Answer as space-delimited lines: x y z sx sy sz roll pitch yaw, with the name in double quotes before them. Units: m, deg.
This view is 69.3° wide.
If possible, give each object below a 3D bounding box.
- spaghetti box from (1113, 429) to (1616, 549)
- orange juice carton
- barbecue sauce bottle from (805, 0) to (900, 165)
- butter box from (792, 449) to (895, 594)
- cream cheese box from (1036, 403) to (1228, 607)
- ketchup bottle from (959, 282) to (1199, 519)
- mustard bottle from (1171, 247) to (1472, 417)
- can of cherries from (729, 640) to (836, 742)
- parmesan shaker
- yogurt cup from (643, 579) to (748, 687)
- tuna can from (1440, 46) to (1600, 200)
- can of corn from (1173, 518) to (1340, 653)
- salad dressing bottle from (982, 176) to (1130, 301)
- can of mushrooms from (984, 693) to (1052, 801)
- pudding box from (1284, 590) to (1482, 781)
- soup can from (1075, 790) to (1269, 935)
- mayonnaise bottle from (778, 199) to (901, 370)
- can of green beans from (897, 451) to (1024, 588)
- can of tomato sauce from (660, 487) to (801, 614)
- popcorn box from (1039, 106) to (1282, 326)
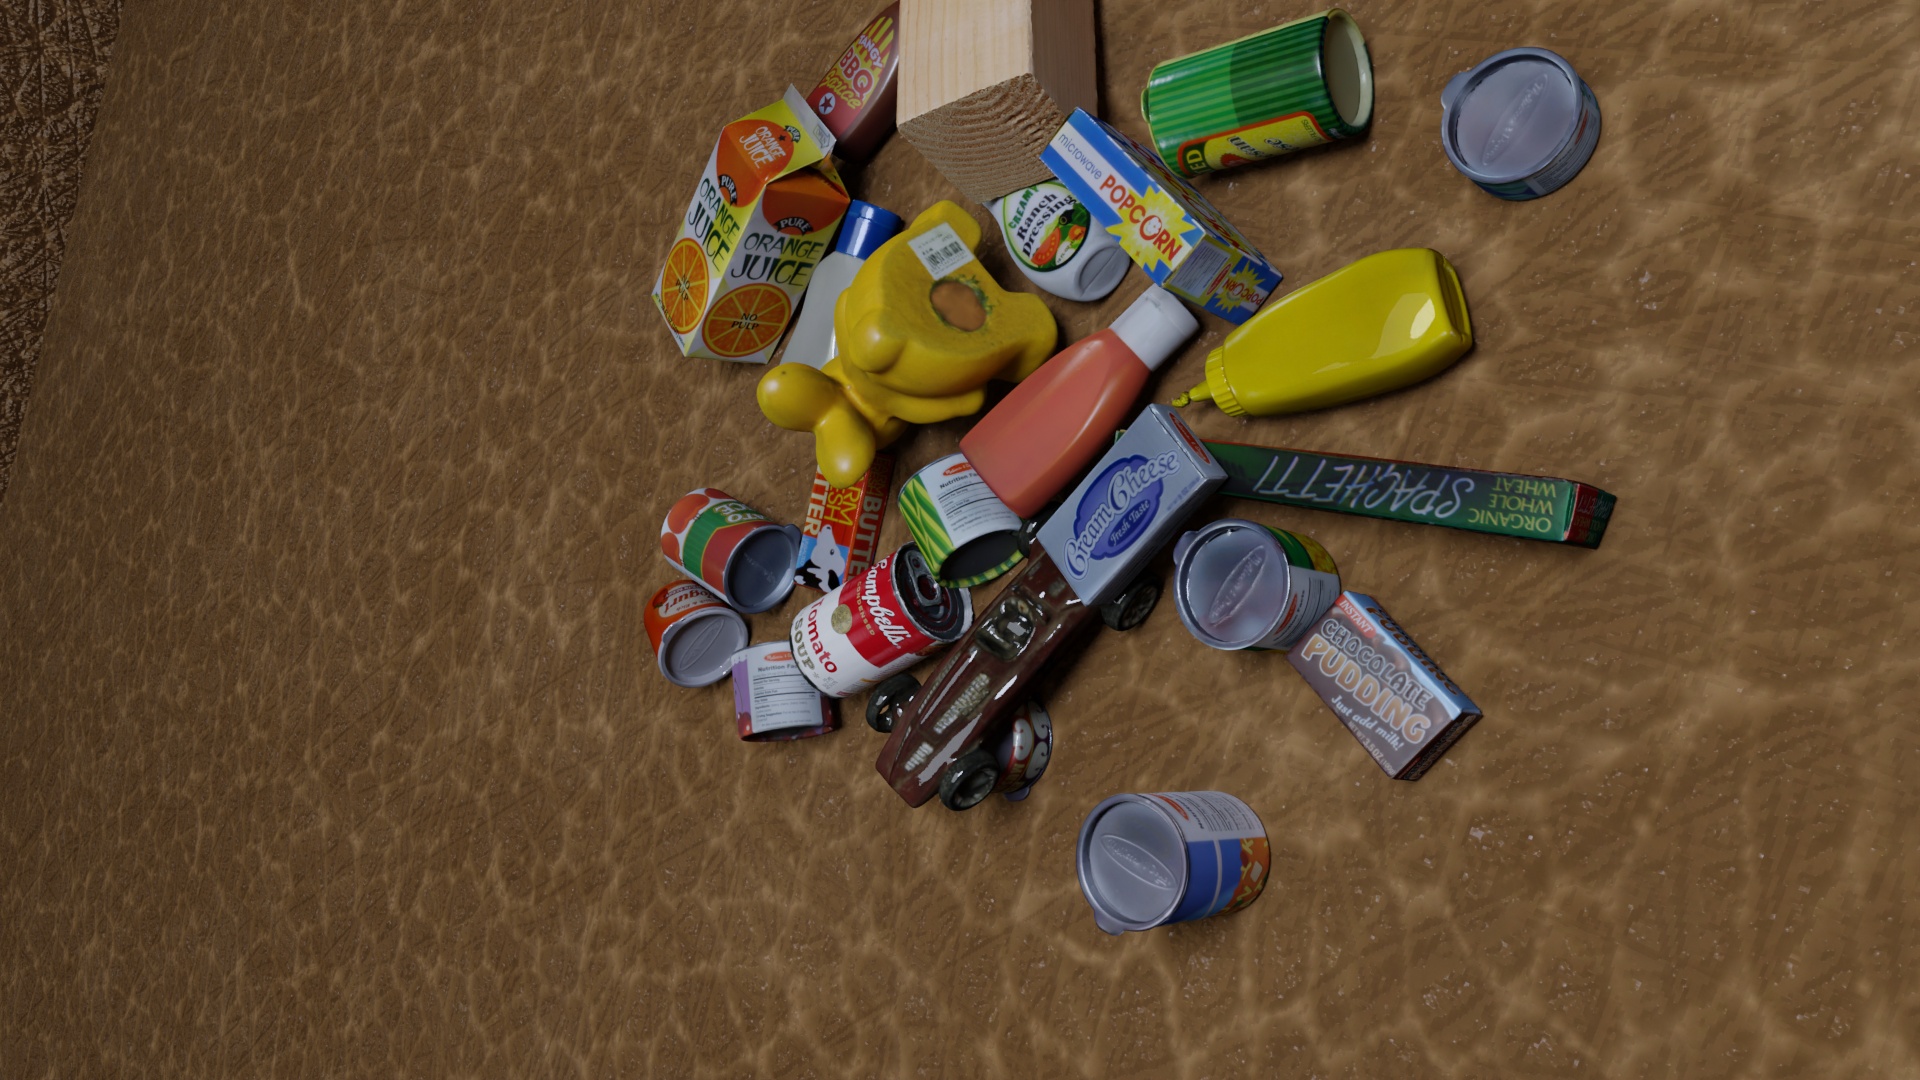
"spaghetti box" 0.190 -0.028 0.698 0.250 0.050 0.028 11 92 41
"orange juice carton" -0.143 -0.221 0.980 0.191 0.073 0.072 -56 52 33
"barbecue sauce bottle" -0.047 -0.334 0.958 0.148 0.044 0.065 -45 57 26
"butter box" -0.080 -0.014 0.945 0.053 0.024 0.103 14 92 42
"cream cheese box" 0.089 -0.017 0.735 0.103 0.024 0.053 -50 58 29
"ketchup bottle" 0.070 -0.083 0.793 0.148 0.043 0.065 -44 53 9
"mustard bottle" 0.179 -0.098 0.720 0.160 0.049 0.065 -18 71 38
"can of cherries" -0.119 0.102 0.935 0.071 0.071 0.058 -20 71 37
"parmesan shaker" 0.159 -0.238 0.745 0.103 0.071 0.071 -4 81 40
"yogurt cup" -0.195 0.065 1.007 0.054 0.072 0.072 44 112 45
"tuna can" 0.268 -0.201 0.670 0.071 0.033 0.071 -8 78 40
"can of corn" 0.152 0.023 0.716 0.071 0.058 0.071 -8 78 40
"salad dressing bottle" 0.044 -0.204 0.857 0.064 0.044 0.148 -52 54 15
"can of mushrooms" 0.020 0.121 0.831 0.071 0.033 0.071 -8 77 39
"pudding box" 0.206 0.070 0.680 0.049 0.030 0.084 -51 55 21
"soup can" 0.109 0.165 0.713 0.071 0.084 0.071 -8 78 40
"mayonnaise bottle" -0.082 -0.159 0.961 0.065 0.041 0.148 26 99 40
"can of green beans" 0.003 -0.012 0.846 0.071 0.071 0.058 -42 59 28
"can of tomato sauce" -0.162 0.004 0.986 0.083 0.071 0.071 27 101 41
"popcorn box" 0.110 -0.180 0.769 0.038 0.085 0.127 -50 55 22
